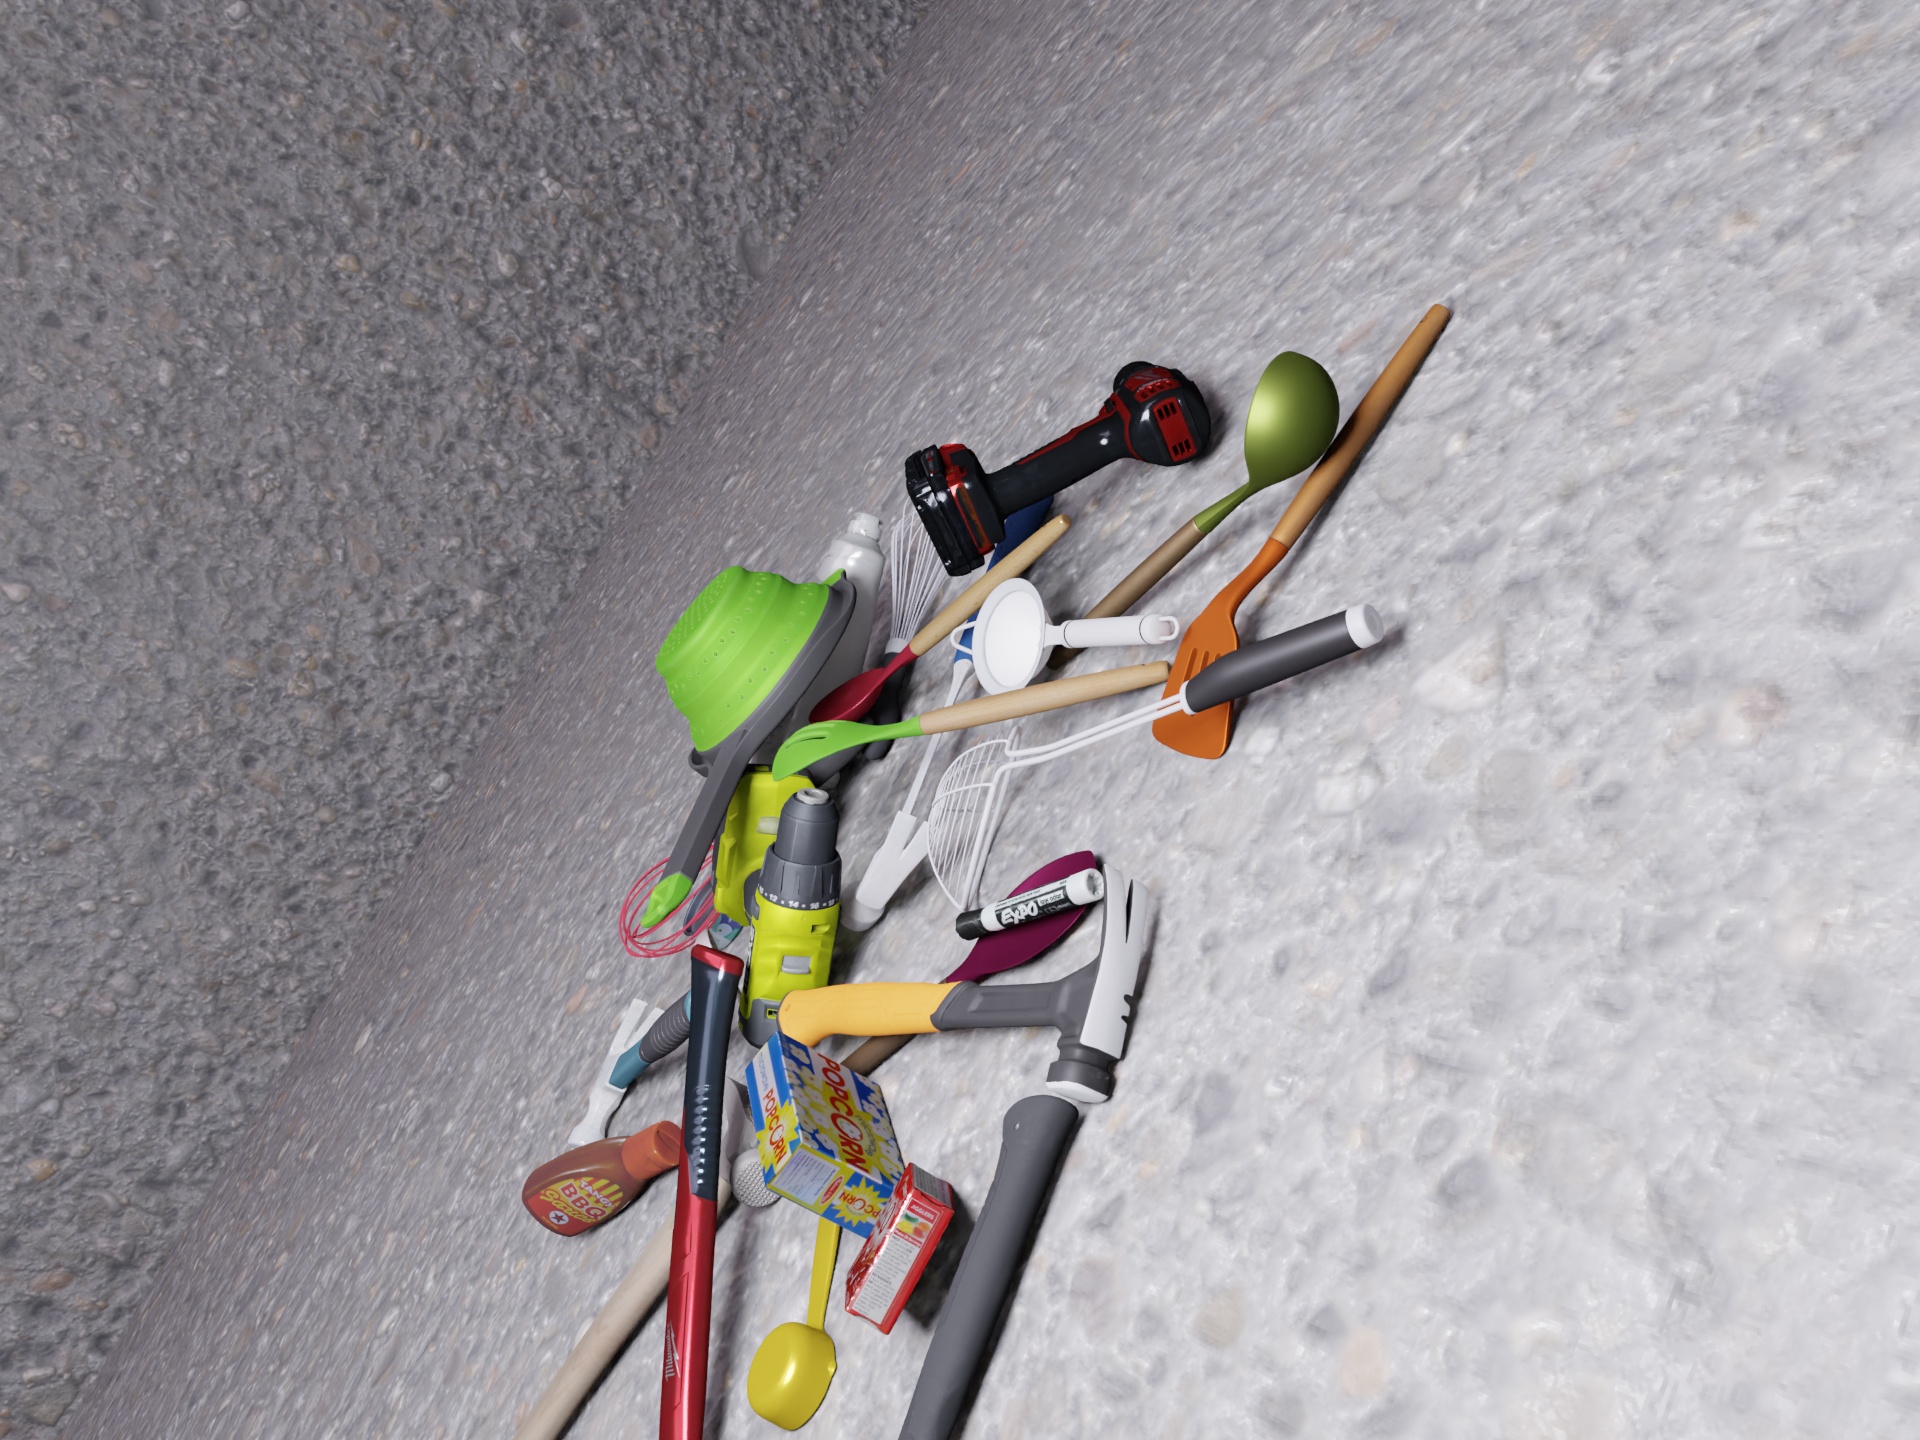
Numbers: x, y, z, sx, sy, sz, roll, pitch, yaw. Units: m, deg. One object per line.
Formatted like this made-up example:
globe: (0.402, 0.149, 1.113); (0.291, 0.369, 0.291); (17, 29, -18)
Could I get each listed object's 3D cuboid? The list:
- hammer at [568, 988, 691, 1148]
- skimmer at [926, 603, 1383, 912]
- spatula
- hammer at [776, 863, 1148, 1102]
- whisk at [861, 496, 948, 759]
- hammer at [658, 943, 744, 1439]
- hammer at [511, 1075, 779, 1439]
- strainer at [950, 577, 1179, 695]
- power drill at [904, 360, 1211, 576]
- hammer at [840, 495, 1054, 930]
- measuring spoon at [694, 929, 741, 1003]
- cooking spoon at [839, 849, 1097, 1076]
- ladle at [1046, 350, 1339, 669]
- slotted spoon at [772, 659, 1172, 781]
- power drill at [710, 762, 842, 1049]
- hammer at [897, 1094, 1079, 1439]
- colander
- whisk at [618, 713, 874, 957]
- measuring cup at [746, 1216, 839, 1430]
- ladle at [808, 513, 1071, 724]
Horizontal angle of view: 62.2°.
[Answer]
hammer: (-0.246, 0.262, 1.284); (0.331, 0.033, 0.128); (-43, 24, 55)
skimmer: (0.109, 0.023, 0.959); (0.363, 0.090, 0.127); (-24, 33, 40)
spatula: (0.214, -0.121, 0.977); (0.322, 0.041, 0.081); (-55, 25, -7)
hammer: (-0.015, 0.169, 0.984); (0.337, 0.034, 0.127); (-17, 51, 51)
whisk: (-0.048, -0.086, 1.410); (0.070, 0.070, 0.285); (-28, 41, 48)
hammer: (-0.181, 0.330, 1.035); (0.143, 0.038, 0.387); (-37, 42, 39)
hammer: (-0.260, 0.444, 1.142); (0.410, 0.038, 0.146); (-55, 21, 3)
strainer: (0.074, -0.057, 1.085); (0.258, 0.050, 0.087); (2, 86, 62)
power drill: (0.075, -0.208, 1.221); (0.226, 0.080, 0.188); (-24, 22, 7)
hammer: (0.002, -0.034, 1.231); (0.144, 0.035, 0.406); (-53, 13, 56)
measuring spoon: (-0.188, 0.202, 1.245); (0.018, 0.124, 0.034); (-21, 57, -6)
cooking spoon: (-0.020, 0.186, 1.034); (0.319, 0.017, 0.069); (-43, 28, 27)
ladle: (0.136, -0.125, 1.052); (0.078, 0.062, 0.320); (-37, -4, -42)
slotted spoon: (-0.002, -0.004, 1.097); (0.314, 0.031, 0.070); (-12, 17, 26)
power drill: (-0.136, 0.116, 1.209); (0.229, 0.080, 0.190); (-126, 44, -68)
hammer: (-0.011, 0.345, 0.786); (0.146, 0.035, 0.335); (-16, 45, 58)
colander: (-0.202, -0.007, 1.259); (0.204, 0.094, 0.397); (-37, 24, 37)
whisk: (-0.180, 0.097, 1.347); (0.296, 0.073, 0.073); (-43, 25, 9)
measuring cup: (-0.096, 0.343, 0.958); (0.062, 0.029, 0.157); (-38, 31, 37)
ladle: (-0.019, -0.070, 1.226); (0.315, 0.031, 0.069); (-37, 15, 41)
